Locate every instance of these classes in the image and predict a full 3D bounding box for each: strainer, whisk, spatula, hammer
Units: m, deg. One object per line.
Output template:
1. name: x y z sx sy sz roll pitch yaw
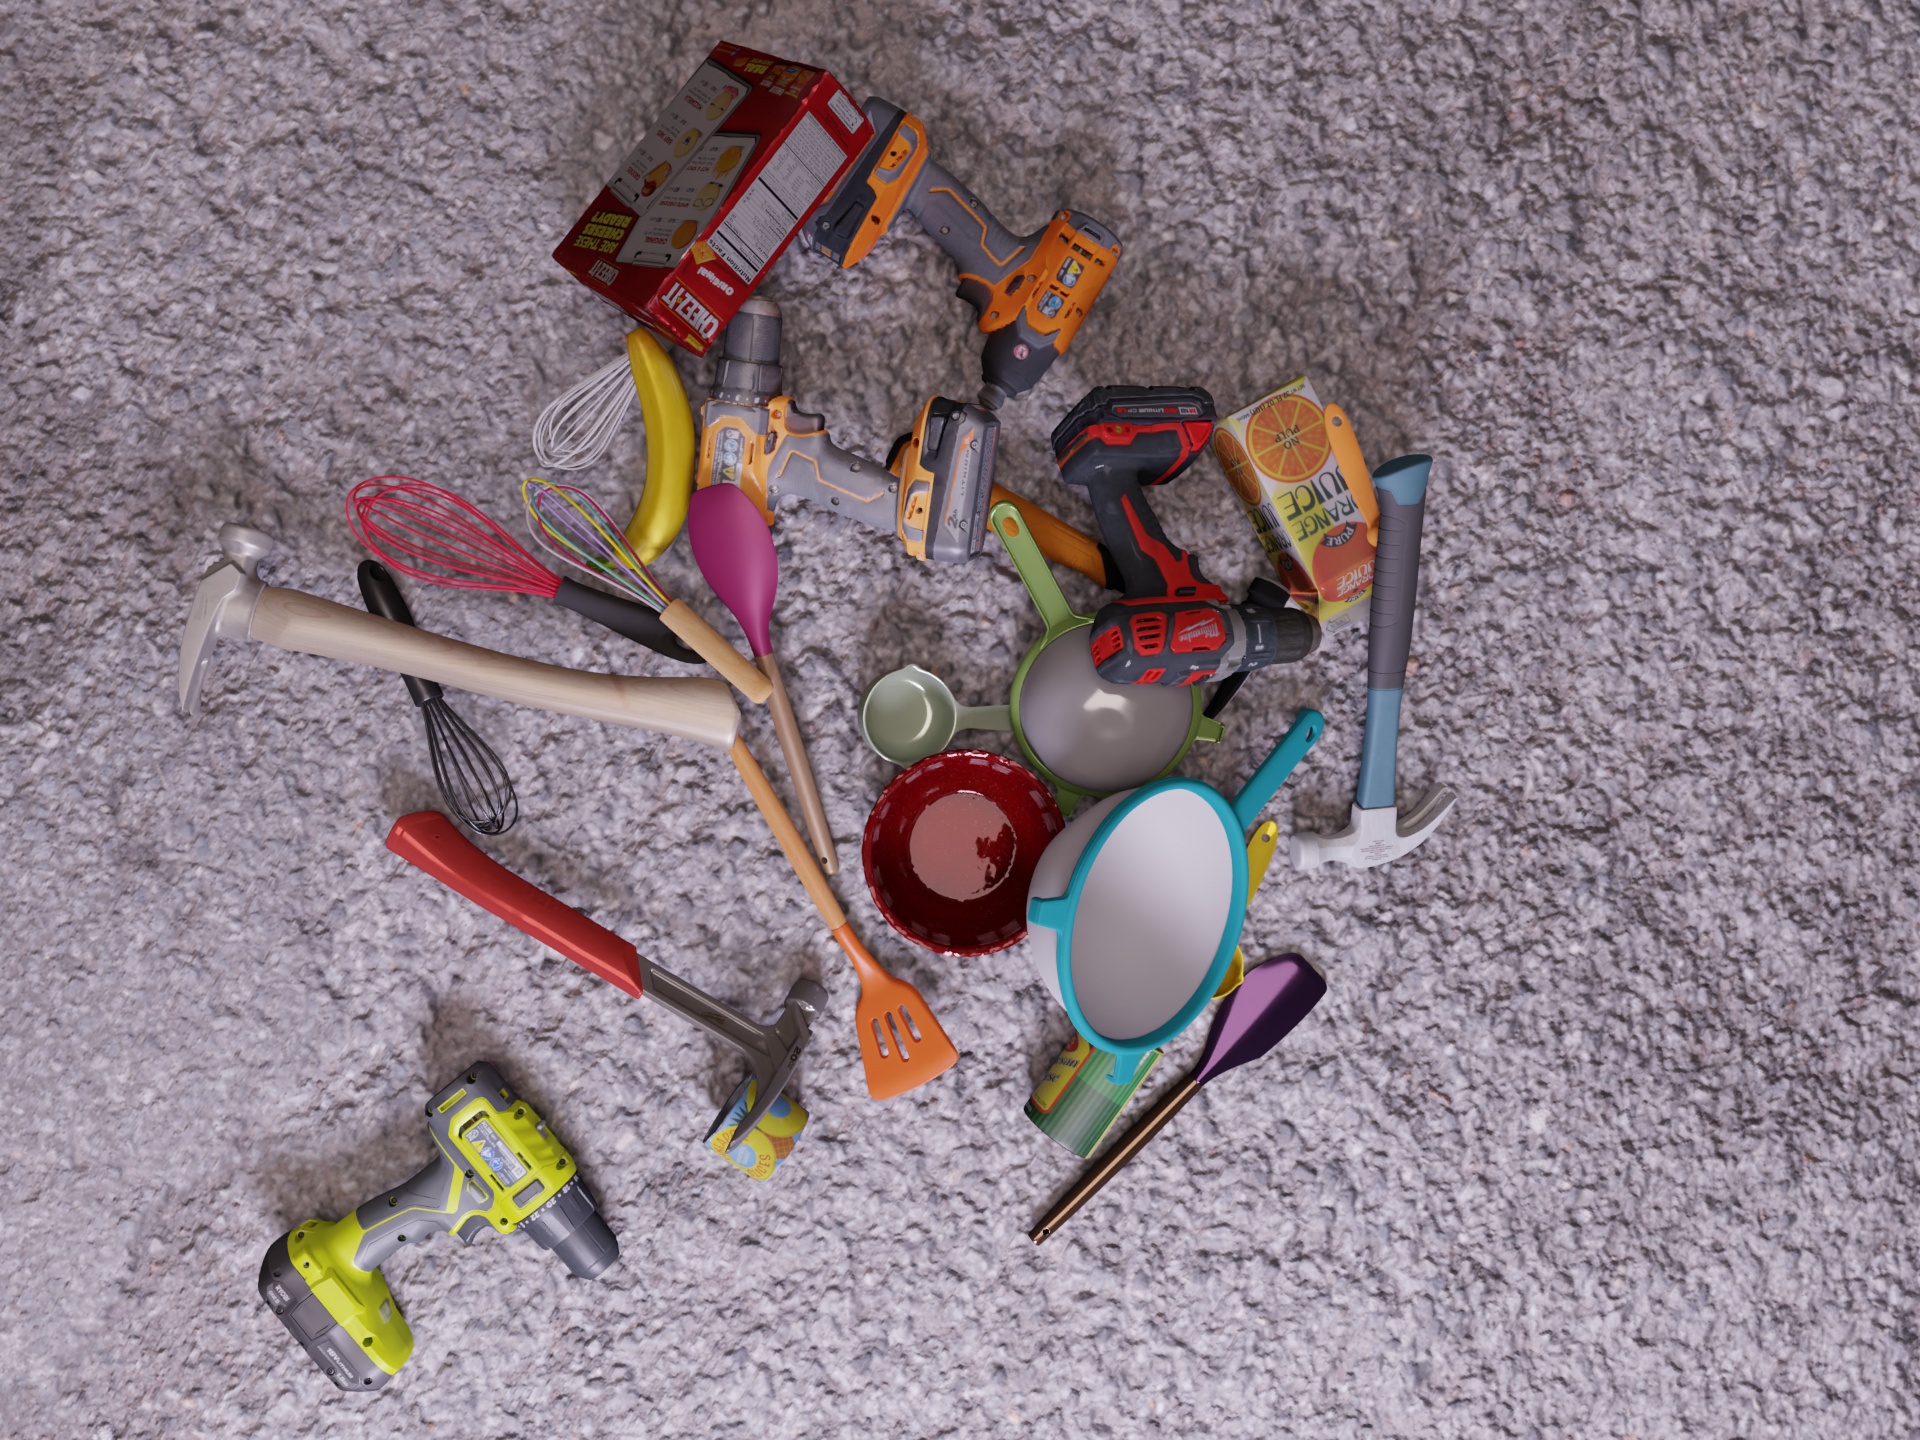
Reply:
1. strainer: 0.088 -0.050 1.212 0.151 0.069 0.256 -27 103 9
2. whisk: -0.243 -0.290 1.238 0.246 0.059 0.057 -49 130 -5
3. spatula: 0.170 0.307 1.286 0.316 0.018 0.060 -44 92 -3
4. whisk: -0.409 -0.018 1.232 0.055 0.055 0.239 -26 88 -3
5. hammer: -0.285 0.182 1.220 0.359 0.036 0.149 30 50 1
6. hammer: -0.371 -0.031 1.198 0.410 0.038 0.146 13 80 -4
7. hammer: 0.329 -0.040 1.230 0.128 0.033 0.330 -4 111 -9
8. hammer: 0.089 -0.127 1.264 0.337 0.034 0.127 29 88 -3
9. whisk: -0.239 -0.099 1.210 0.245 0.051 0.047 42 115 -2
10. spatula: -0.108 0.142 1.246 0.081 0.041 0.322 -28 96 13
11. whisk: -0.326 -0.109 1.221 0.295 0.073 0.073 23 90 -13
12. strainer: 0.158 0.097 1.232 0.340 0.095 0.210 -46 127 -28

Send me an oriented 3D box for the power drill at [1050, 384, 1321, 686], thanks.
1. power drill: 0.172 -0.136 1.209 0.187 0.080 0.227 -5 73 -25

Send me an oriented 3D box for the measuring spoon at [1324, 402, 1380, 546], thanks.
1. measuring spoon: 0.303 -0.188 1.213 0.021 0.011 0.117 -22 92 -7

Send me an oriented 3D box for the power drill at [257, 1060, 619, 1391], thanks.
1. power drill: -0.396 0.403 1.226 0.228 0.080 0.190 -38 93 -5

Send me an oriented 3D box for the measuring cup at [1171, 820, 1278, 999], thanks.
1. measuring cup: 0.218 0.152 1.287 0.062 0.029 0.156 27 78 0

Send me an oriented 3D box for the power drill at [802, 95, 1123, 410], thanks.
1. power drill: -0.008 -0.356 1.232 0.226 0.084 0.164 30 90 -7

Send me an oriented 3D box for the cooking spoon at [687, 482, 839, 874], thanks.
1. cooking spoon: -0.144 -0.027 1.229 0.069 0.017 0.318 -10 105 21

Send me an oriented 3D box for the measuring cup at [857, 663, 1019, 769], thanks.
1. measuring cup: -0.002 -0.004 1.266 0.167 0.038 0.083 0 95 -20

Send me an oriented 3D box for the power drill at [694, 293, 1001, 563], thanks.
1. power drill: -0.088 -0.217 1.203 0.226 0.084 0.185 10 103 10
